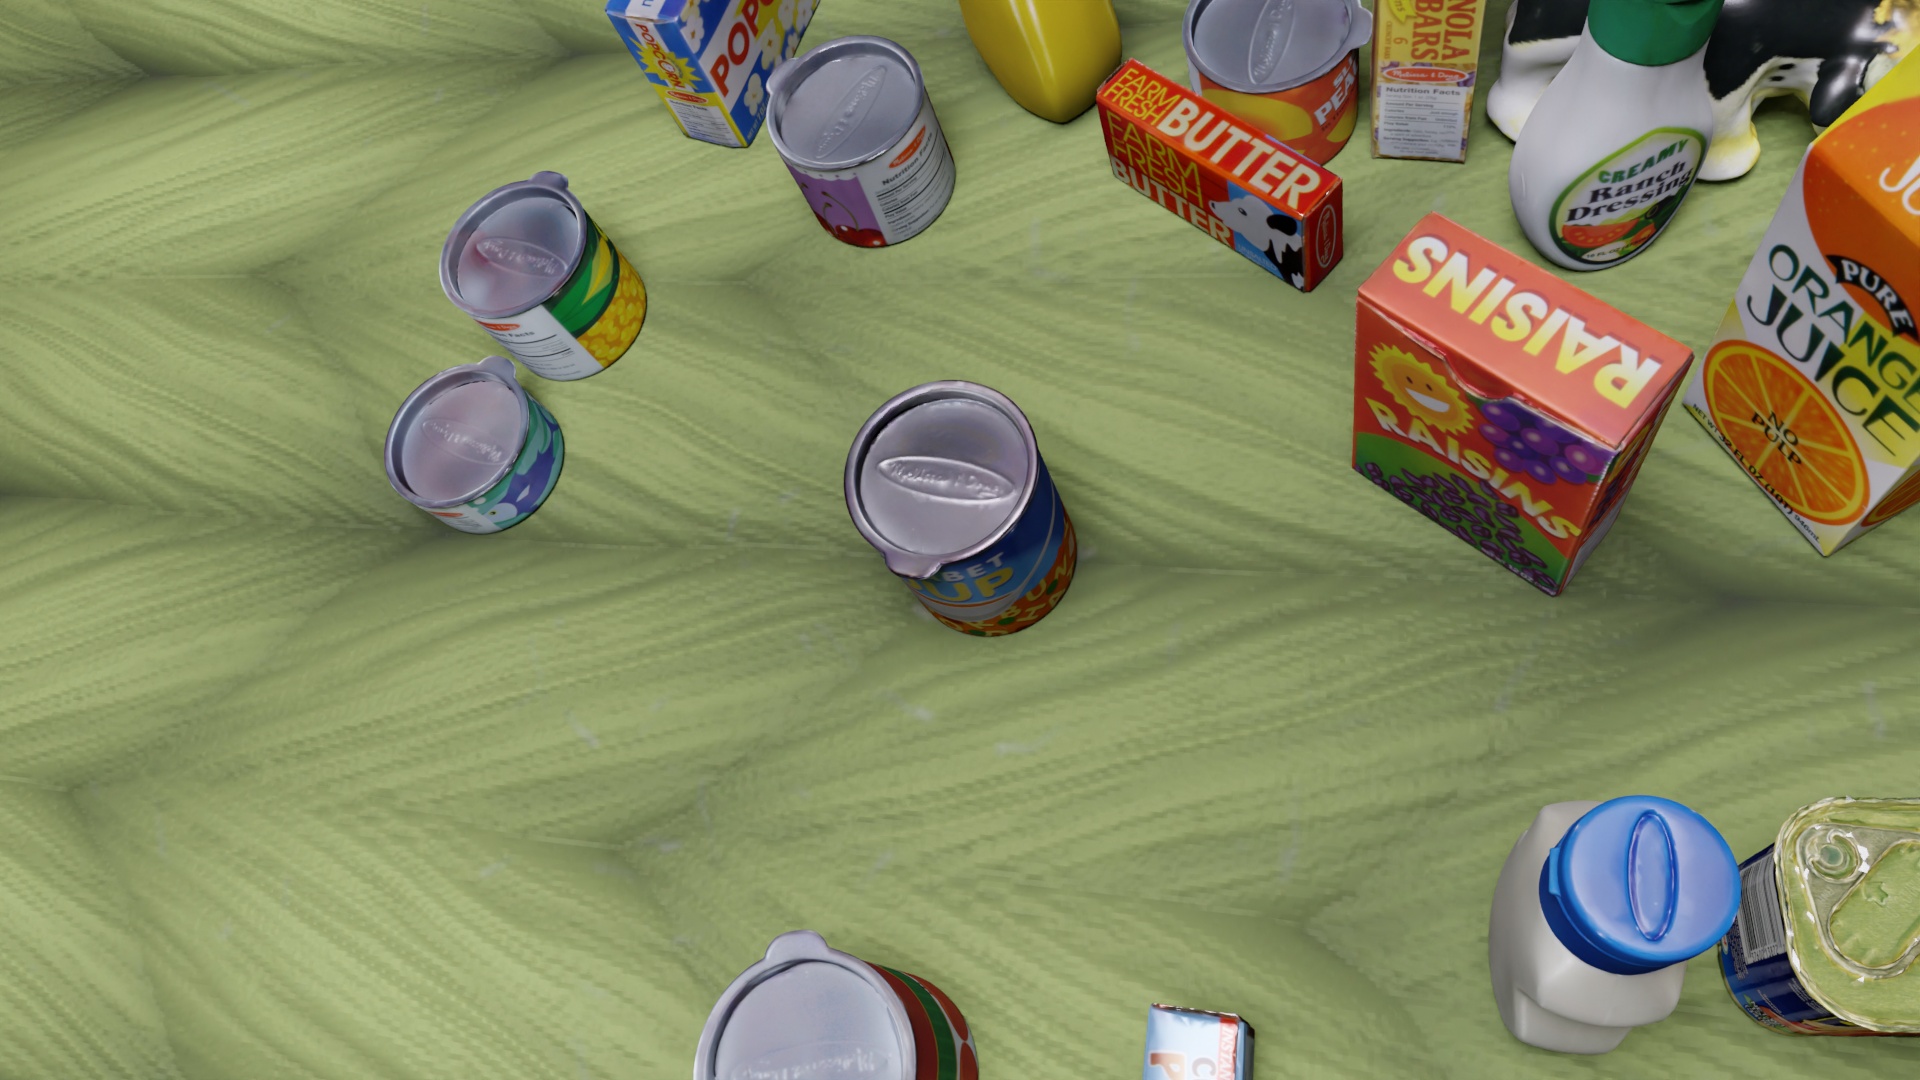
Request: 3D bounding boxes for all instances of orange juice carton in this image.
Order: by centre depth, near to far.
[{"bbox_3d":[0.276,-0.073,0.386,0.073,0.192,0.072,-31,64,1],"label":"orange juice carton"}]

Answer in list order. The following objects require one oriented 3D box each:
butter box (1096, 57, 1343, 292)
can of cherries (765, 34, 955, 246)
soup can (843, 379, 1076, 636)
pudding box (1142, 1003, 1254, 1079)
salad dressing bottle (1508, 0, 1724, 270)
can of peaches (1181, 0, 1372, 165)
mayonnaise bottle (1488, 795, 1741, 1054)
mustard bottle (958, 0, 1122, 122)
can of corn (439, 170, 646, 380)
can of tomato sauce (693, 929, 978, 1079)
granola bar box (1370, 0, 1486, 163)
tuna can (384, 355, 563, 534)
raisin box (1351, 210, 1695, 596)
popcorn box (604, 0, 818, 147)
[{"bbox_3d":[0.100,-0.141,0.538,0.104,0.053,0.024,40,83,25],"label":"butter box"},{"bbox_3d":[-0.042,-0.167,0.582,0.071,0.058,0.072,-5,67,13],"label":"can of cherries"},{"bbox_3d":[0.002,-0.006,0.490,0.071,0.083,0.071,-5,67,13],"label":"soup can"},{"bbox_3d":[0.070,0.184,0.413,0.030,0.049,0.084,2,69,15],"label":"pudding box"},{"bbox_3d":[0.219,-0.146,0.456,0.064,0.147,0.044,-18,65,7],"label":"salad dressing bottle"},{"bbox_3d":[0.125,-0.185,0.546,0.071,0.058,0.071,-5,67,13],"label":"can of peaches"},{"bbox_3d":[0.168,0.100,0.367,0.041,0.147,0.065,4,70,16],"label":"mayonnaise bottle"},{"bbox_3d":[0.023,-0.231,0.535,0.049,0.159,0.065,-42,65,-4],"label":"mustard bottle"},{"bbox_3d":[-0.175,-0.112,0.594,0.071,0.058,0.071,-5,67,13],"label":"can of corn"},{"bbox_3d":[-0.036,0.162,0.430,0.071,0.083,0.071,-5,67,13],"label":"can of tomato sauce"},{"bbox_3d":[0.182,-0.247,0.521,0.039,0.124,0.166,7,70,17],"label":"granola bar box"},{"bbox_3d":[-0.203,-0.040,0.585,0.071,0.032,0.071,-5,67,13],"label":"tuna can"},{"bbox_3d":[0.169,-0.039,0.438,0.086,0.123,0.040,39,82,25],"label":"raisin box"},{"bbox_3d":[-0.101,-0.253,0.618,0.038,0.085,0.127,15,73,20],"label":"popcorn box"}]
